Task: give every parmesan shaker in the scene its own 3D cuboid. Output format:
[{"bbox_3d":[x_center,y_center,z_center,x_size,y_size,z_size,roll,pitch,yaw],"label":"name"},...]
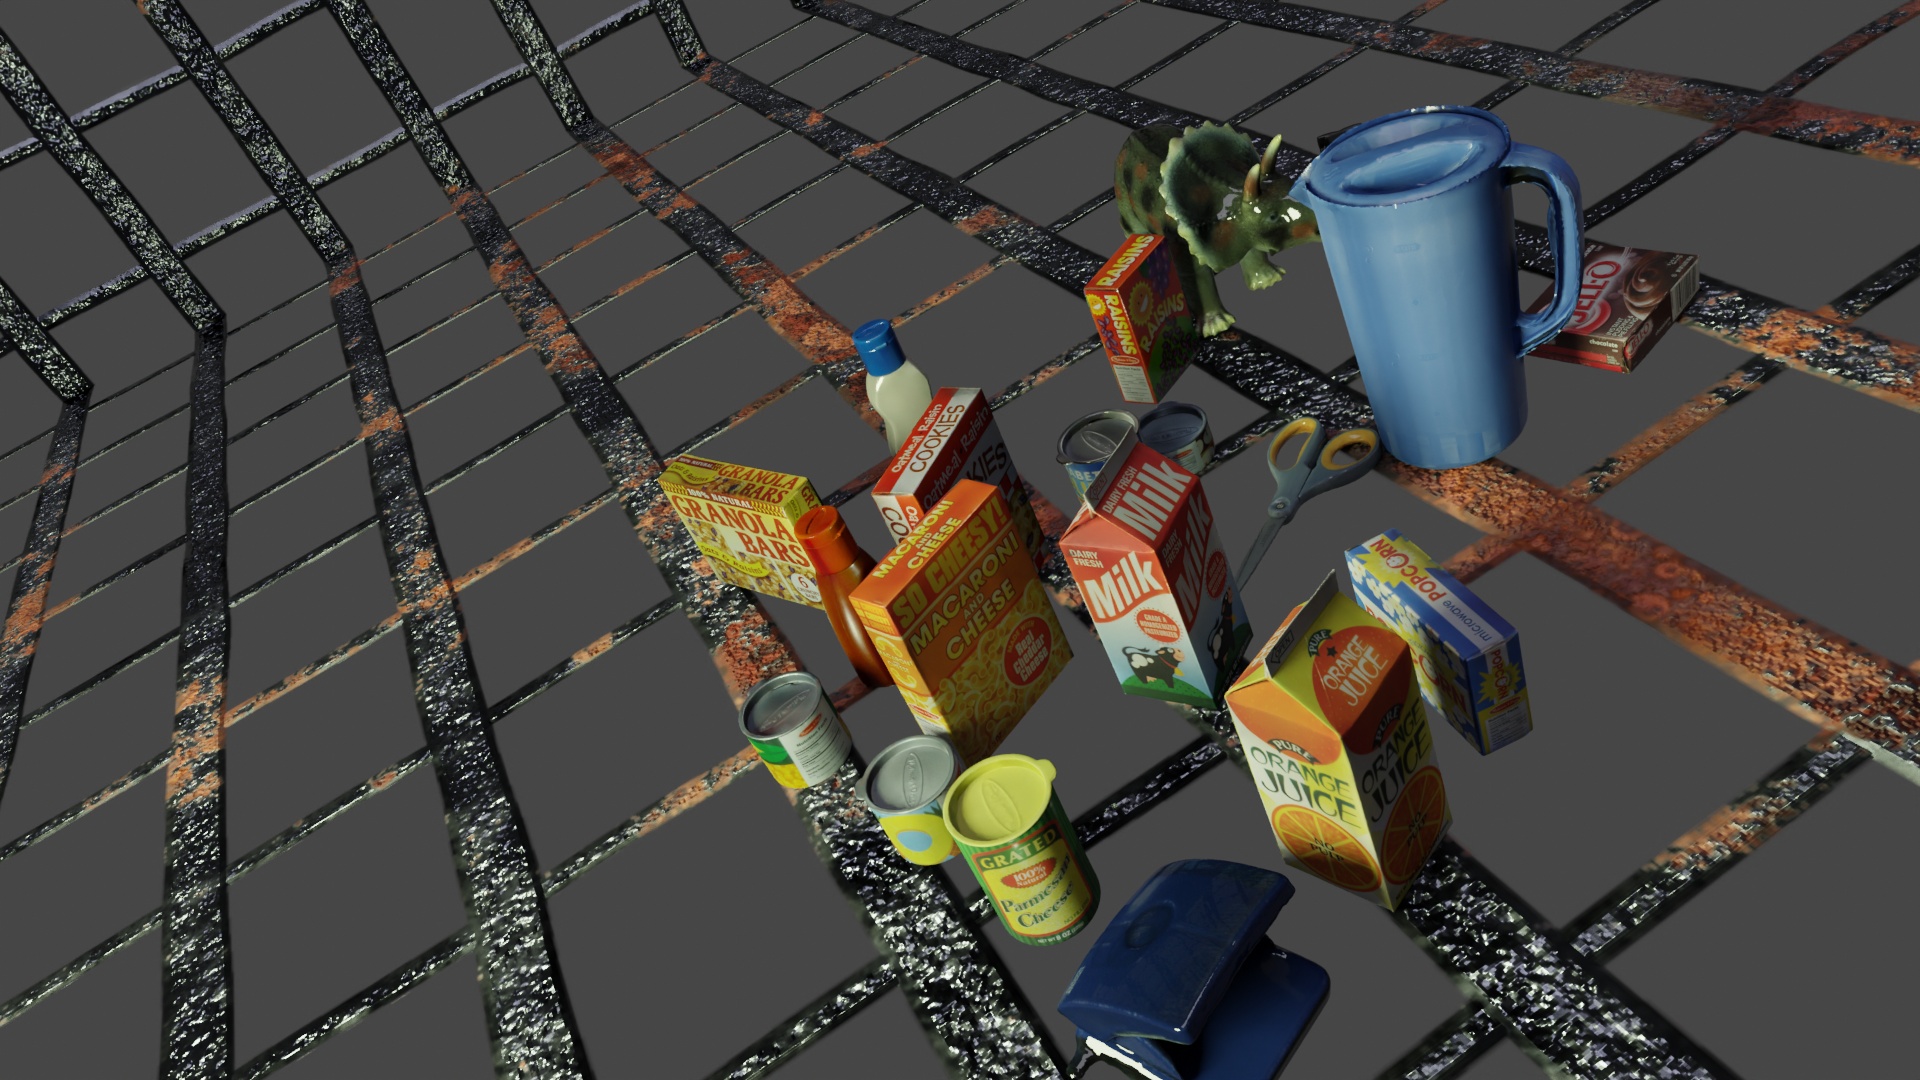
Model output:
[{"bbox_3d":[0.041,0.184,0.827,0.071,0.102,0.072,-16,36,13],"label":"parmesan shaker"}]

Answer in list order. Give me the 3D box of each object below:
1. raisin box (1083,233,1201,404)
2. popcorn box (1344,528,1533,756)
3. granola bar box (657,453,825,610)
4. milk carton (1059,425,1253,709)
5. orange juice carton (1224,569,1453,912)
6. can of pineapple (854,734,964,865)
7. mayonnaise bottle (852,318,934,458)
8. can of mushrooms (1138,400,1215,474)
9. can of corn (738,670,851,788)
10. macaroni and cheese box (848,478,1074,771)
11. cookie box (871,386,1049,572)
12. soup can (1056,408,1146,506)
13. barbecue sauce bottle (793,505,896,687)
[{"bbox_3d":[0.162,-0.194,1.222,0.040,0.123,0.086,11,49,41],"label":"raisin box"},{"bbox_3d":[0.292,0.060,0.850,0.038,0.085,0.127,-28,35,-4],"label":"popcorn box"},{"bbox_3d":[-0.169,-0.007,1.181,0.165,0.123,0.039,12,50,41],"label":"granola bar box"},{"bbox_3d":[0.126,0.019,0.913,0.073,0.189,0.073,5,46,36],"label":"milk carton"},{"bbox_3d":[0.204,0.106,0.752,0.073,0.191,0.072,17,53,44],"label":"orange juice carton"},{"bbox_3d":[-0.026,0.172,0.922,0.071,0.057,0.071,-16,36,13],"label":"can of pineapple"},{"bbox_3d":[-0.051,-0.129,1.245,0.065,0.147,0.041,-29,35,-5],"label":"mayonnaise bottle"},{"bbox_3d":[0.175,-0.083,1.148,0.071,0.033,0.071,-16,36,12],"label":"can of mushrooms"},{"bbox_3d":[-0.122,0.138,1.023,0.071,0.058,0.071,-16,36,13],"label":"can of corn"},{"bbox_3d":[0.004,0.060,0.954,0.040,0.165,0.124,14,51,42],"label":"macaroni and cheese box"},{"bbox_3d":[0.004,-0.013,1.047,0.040,0.166,0.123,0,42,32],"label":"cookie box"},{"bbox_3d":[0.118,-0.050,1.097,0.071,0.083,0.072,-16,36,13],"label":"soup can"},{"bbox_3d":[-0.078,0.040,1.044,0.043,0.148,0.065,-2,41,29],"label":"barbecue sauce bottle"}]
